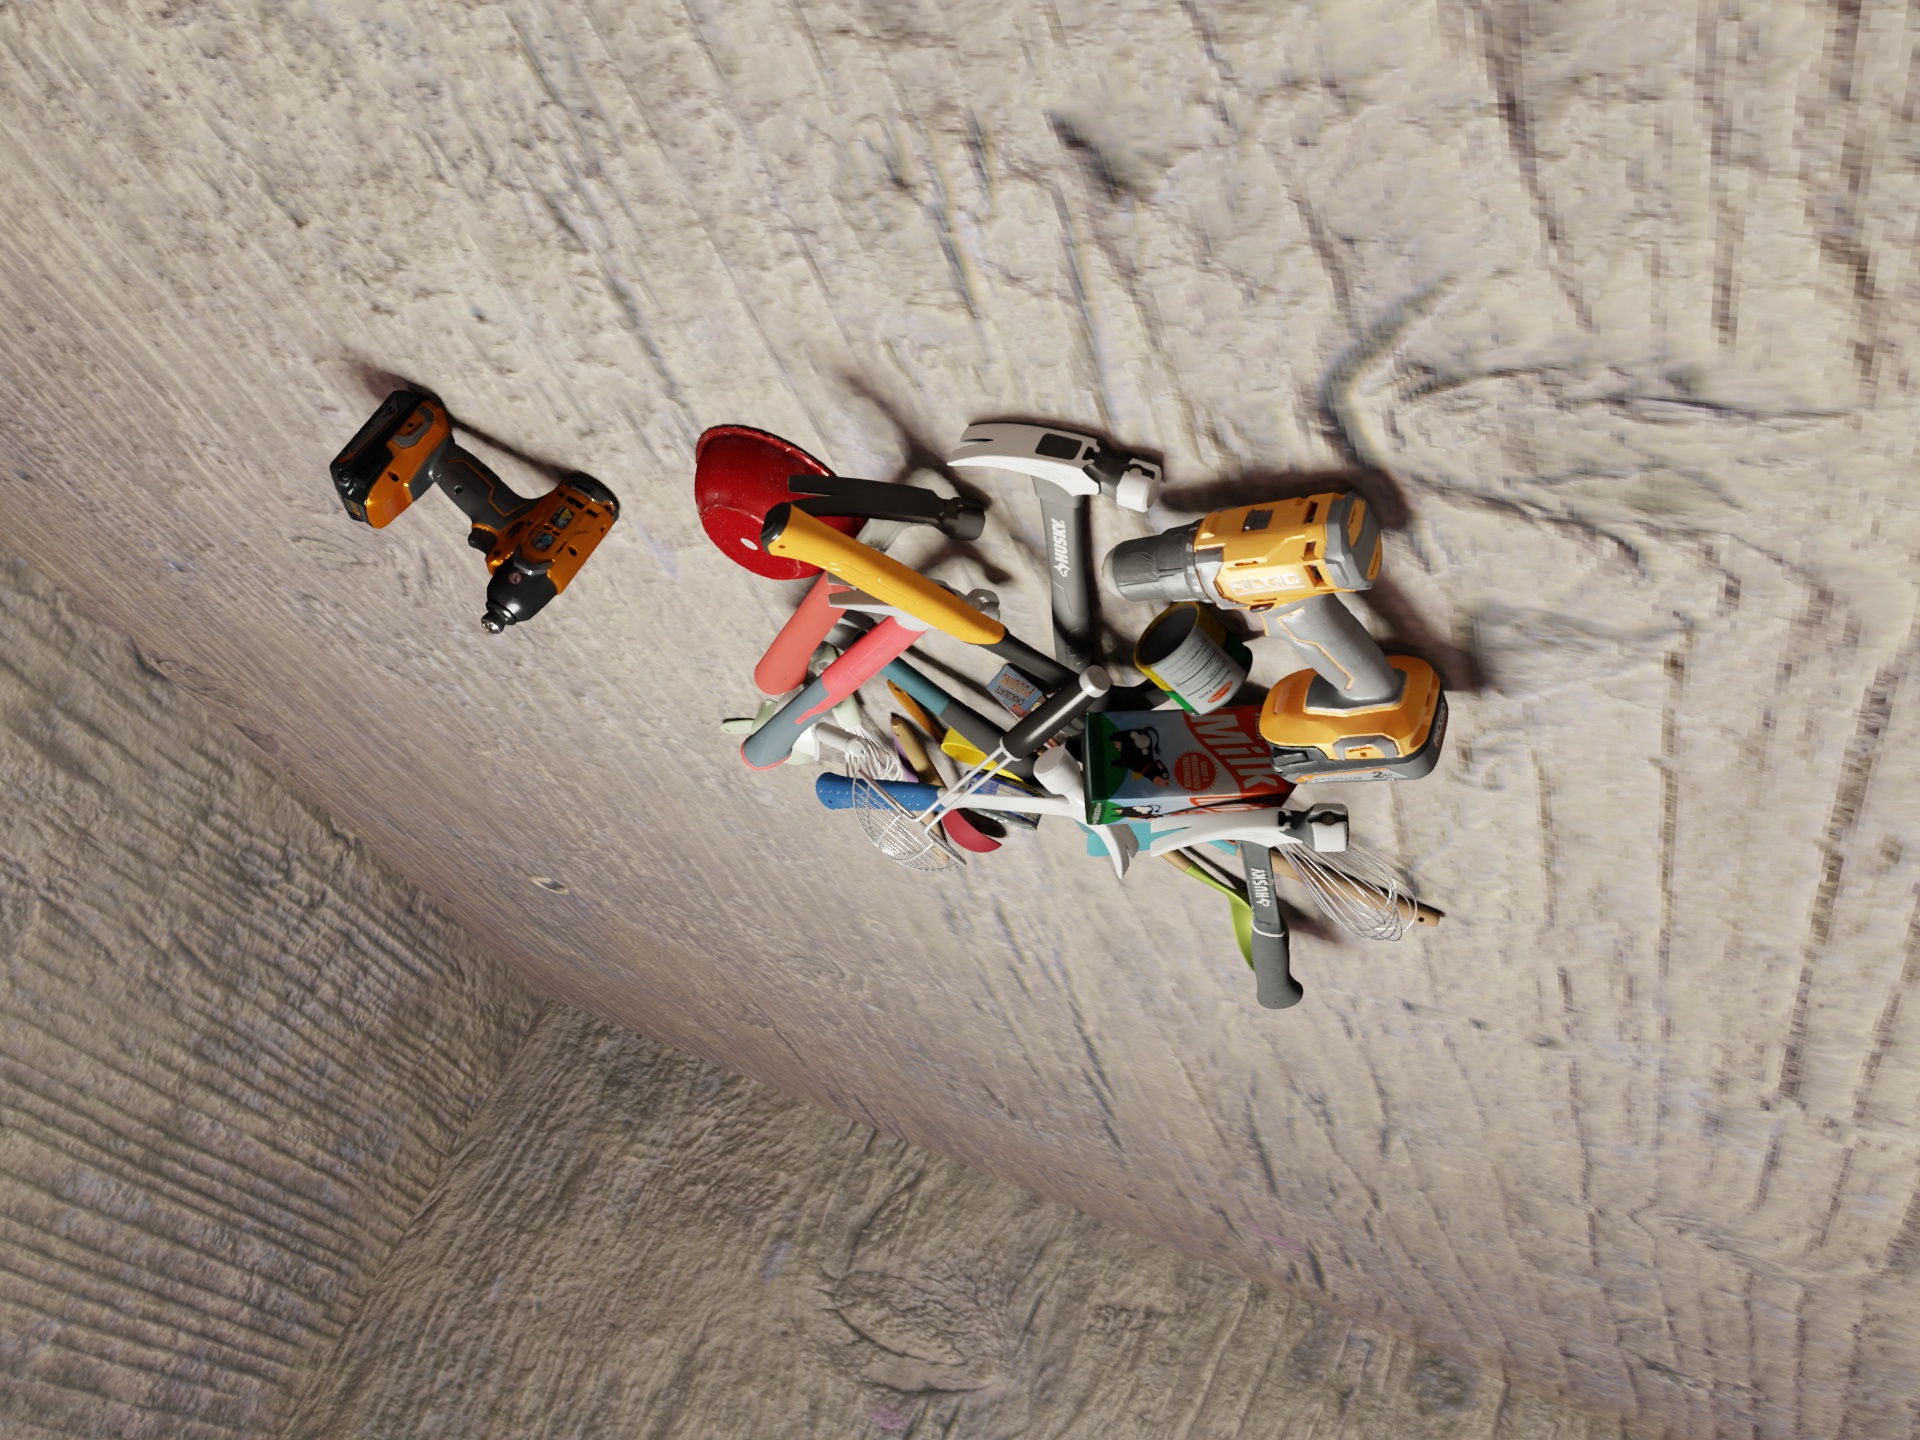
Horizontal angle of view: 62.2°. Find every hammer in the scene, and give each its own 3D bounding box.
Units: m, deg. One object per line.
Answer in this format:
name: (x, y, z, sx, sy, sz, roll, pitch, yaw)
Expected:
hammer: (-0.002, -0.005, 1.427, 0.331, 0.033, 0.128, 36, 154, 0)
hammer: (-0.121, -0.033, 1.365, 0.143, 0.038, 0.386, 7, 157, -28)
hammer: (-0.115, -0.099, 1.291, 0.149, 0.037, 0.359, 4, 159, -22)
hammer: (-0.002, 0.078, 1.479, 0.406, 0.035, 0.144, 0, 140, 51)
hammer: (0.003, -0.075, 1.170, 0.336, 0.034, 0.127, 26, 151, -30)
hammer: (0.255, 0.169, 1.352, 0.149, 0.036, 0.408, -1, 151, 13)
hammer: (0.077, -0.101, 1.195, 0.146, 0.035, 0.334, 20, 155, 17)

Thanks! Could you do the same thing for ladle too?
ladle: (-0.019, 0.070, 1.586, 0.069, 0.031, 0.315, 23, 162, 25)
ladle: (0.188, 0.133, 1.510, 0.320, 0.062, 0.078, 37, 174, -12)

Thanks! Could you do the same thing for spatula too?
spatula: (0.271, 0.132, 1.431, 0.317, 0.044, 0.082, 19, 126, 16)
spatula: (-0.040, 0.087, 1.690, 0.315, 0.018, 0.060, 74, 170, -61)

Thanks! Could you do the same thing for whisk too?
whisk: (-0.108, 0.003, 1.586, 0.058, 0.059, 0.246, -15, 141, 4)
whisk: (0.275, 0.094, 1.348, 0.284, 0.070, 0.070, 39, 154, -11)

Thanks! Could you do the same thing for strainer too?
strainer: (-0.137, 0.009, 1.532, 0.258, 0.050, 0.087, -163, 59, -66)

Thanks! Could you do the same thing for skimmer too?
skimmer: (0.021, 0.030, 1.309, 0.127, 0.090, 0.363, 42, 138, -6)

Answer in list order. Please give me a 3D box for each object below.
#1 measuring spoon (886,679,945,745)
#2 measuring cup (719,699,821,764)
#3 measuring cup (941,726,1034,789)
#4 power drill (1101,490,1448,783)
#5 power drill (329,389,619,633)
measuring spoon: (-0.033, -0.003, 1.535, 0.021, 0.011, 0.116, -1, 139, 48)
measuring cup: (-0.219, 0.019, 1.733, 0.168, 0.038, 0.083, -3, 141, 46)
measuring cup: (0.054, 0.041, 1.519, 0.156, 0.029, 0.062, 25, 163, -21)
power drill: (0.213, -0.054, 1.070, 0.185, 0.084, 0.226, -4, 138, 36)
power drill: (-0.447, -0.183, 1.434, 0.226, 0.164, 0.084, 29, 156, 4)
